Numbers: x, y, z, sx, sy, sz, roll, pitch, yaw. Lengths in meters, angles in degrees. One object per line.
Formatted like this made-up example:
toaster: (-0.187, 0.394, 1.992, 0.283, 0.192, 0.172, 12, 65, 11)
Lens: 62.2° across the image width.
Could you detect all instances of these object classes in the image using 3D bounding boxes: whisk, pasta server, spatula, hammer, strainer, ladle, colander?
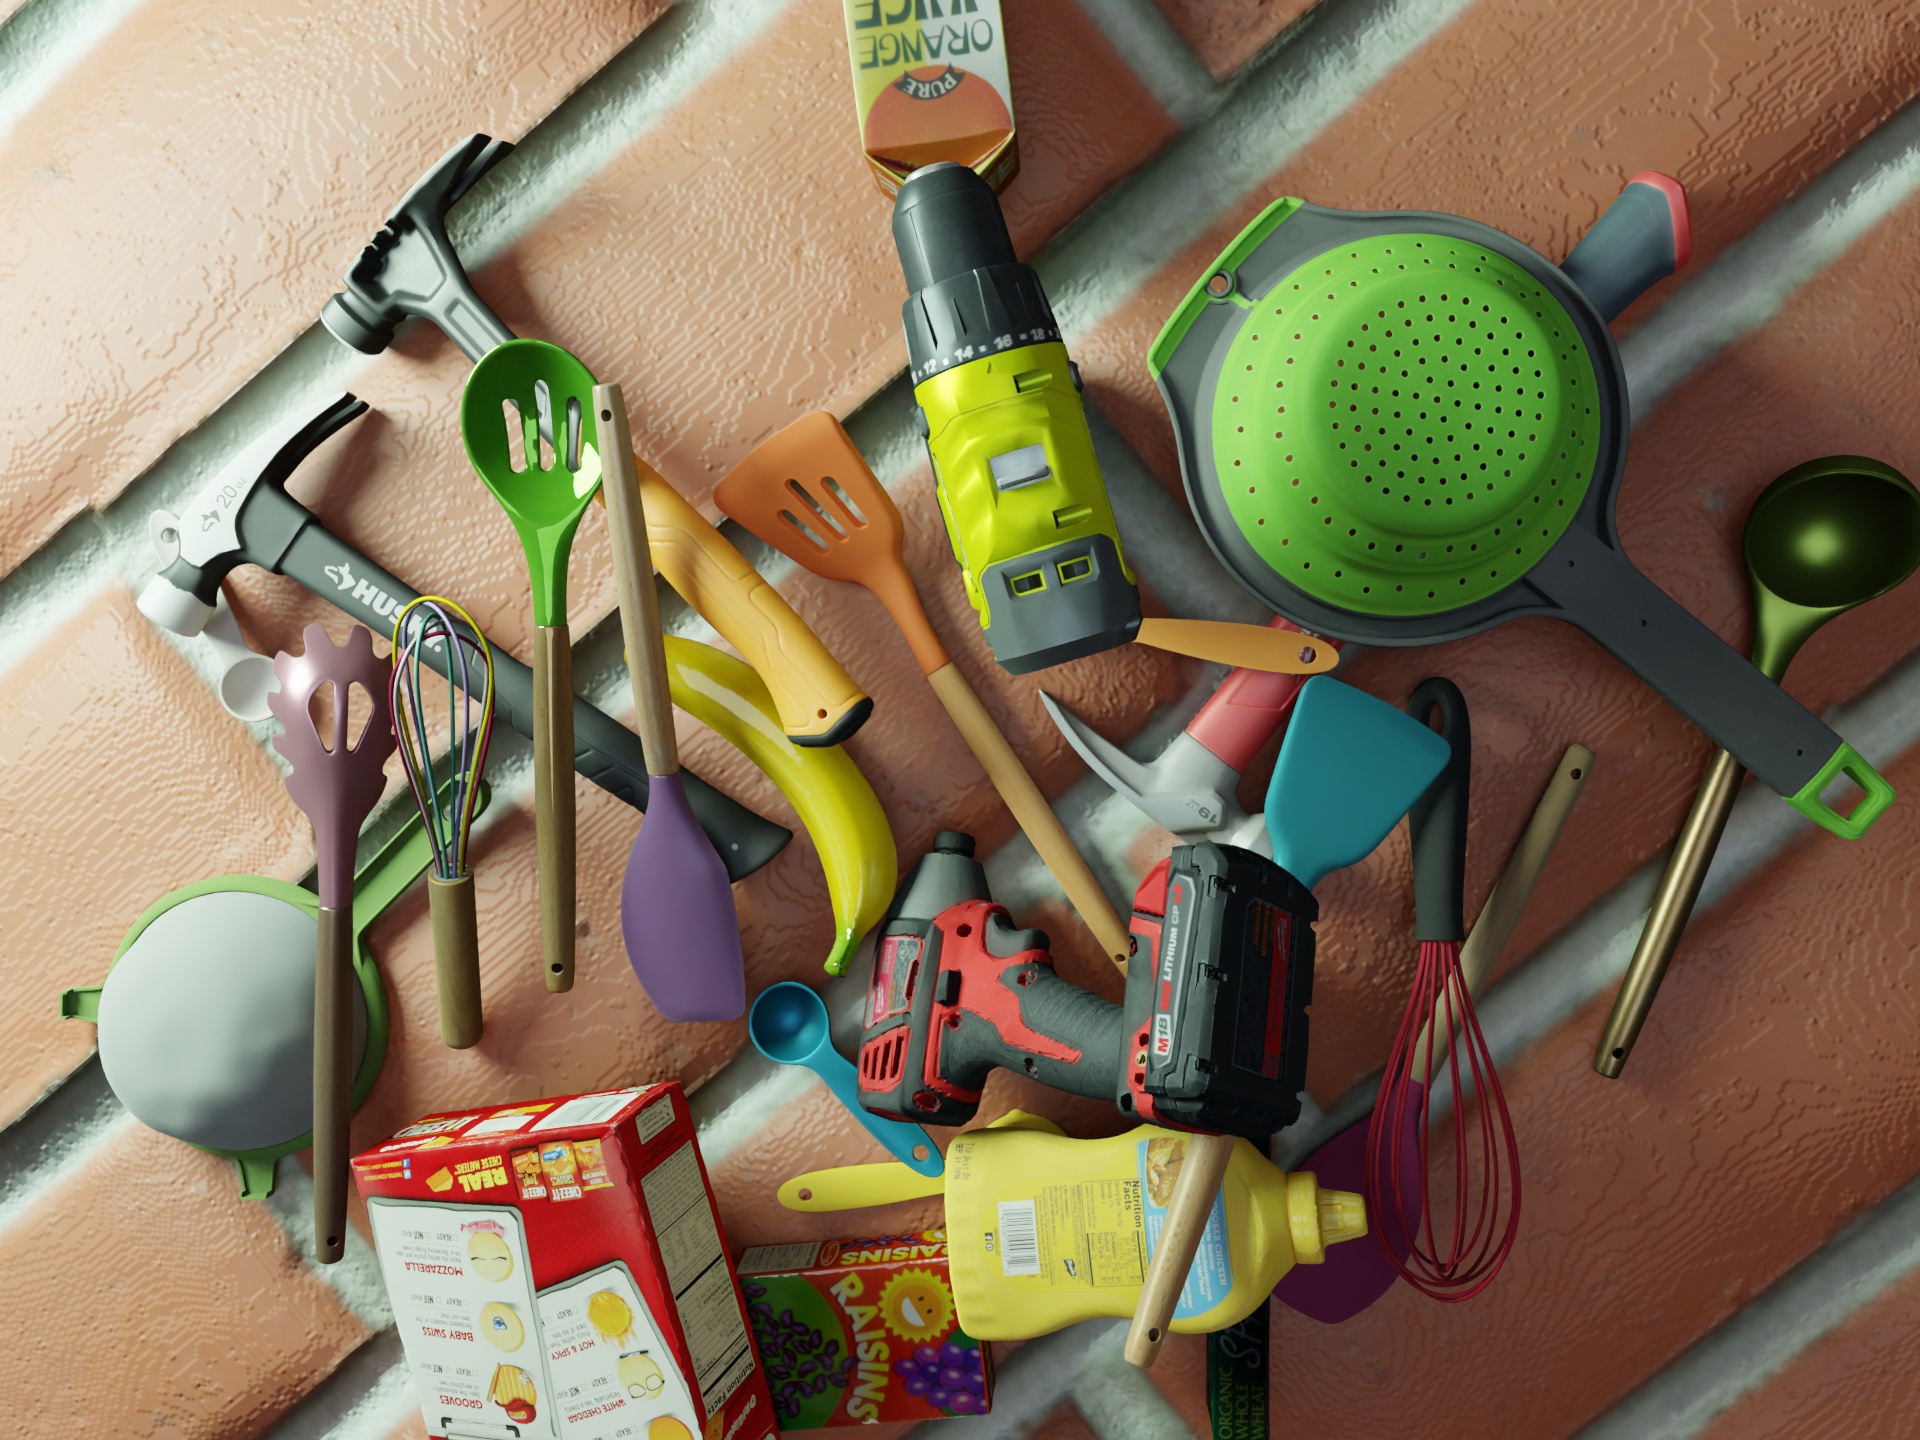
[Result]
whisk: (0.231, 0.125, 0.764, 0.073, 0.073, 0.296, 1, 82, 3)
pasta server: (-0.303, 0.112, 0.769, 0.060, 0.040, 0.316, 0, 102, -25)
spatula: (-0.147, 0.000, 0.757, 0.060, 0.018, 0.315, -3, 105, 7)
hammer: (0.204, -0.111, 0.772, 0.143, 0.038, 0.386, 38, 95, 1)
strainer: (-0.336, 0.121, 0.796, 0.256, 0.069, 0.151, -44, 91, 6)
ladle: (0.372, 0.028, 0.765, 0.078, 0.062, 0.320, 20, 97, 7)
whisk: (-0.245, 0.056, 0.769, 0.047, 0.051, 0.244, -1, 115, -12)
colander: (0.263, -0.082, 0.701, 0.397, 0.094, 0.204, 40, 95, 3)
spatula: (0.137, 0.135, 0.721, 0.082, 0.044, 0.318, 27, 71, -11)
hammer: (-0.229, -0.025, 0.795, 0.335, 0.035, 0.146, 34, 89, -2)
spatula: (-0.001, -0.003, 0.787, 0.081, 0.041, 0.322, -31, 94, 28)
hammer: (-0.160, -0.123, 0.765, 0.127, 0.034, 0.337, -44, 86, 17)

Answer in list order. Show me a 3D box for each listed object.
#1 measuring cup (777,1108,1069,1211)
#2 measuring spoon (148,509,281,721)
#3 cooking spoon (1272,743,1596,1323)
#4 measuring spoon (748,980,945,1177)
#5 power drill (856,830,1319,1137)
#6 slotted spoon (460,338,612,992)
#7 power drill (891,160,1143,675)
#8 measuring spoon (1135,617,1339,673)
measuring cup: (-0.017, 0.237, 0.808, 0.156, 0.029, 0.062, -7, 93, 2)
measuring spoon: (-0.381, -0.054, 0.817, 0.034, 0.018, 0.124, -30, 85, -9)
cooking spoon: (0.241, 0.157, 0.797, 0.069, 0.017, 0.319, 26, 95, 10)
measuring spoon: (-0.054, 0.182, 0.807, 0.128, 0.021, 0.042, 44, 96, 3)
power drill: (0.046, 0.116, 0.725, 0.220, 0.078, 0.143, -8, 65, 42)
slotted spoon: (-0.196, -0.020, 0.758, 0.070, 0.031, 0.313, 0, 101, -3)
power drill: (0.020, -0.121, 0.683, 0.080, 0.228, 0.190, -16, 93, 4)
measuring spoon: (0.122, -0.038, 0.759, 0.117, 0.011, 0.021, 9, 95, 1)
